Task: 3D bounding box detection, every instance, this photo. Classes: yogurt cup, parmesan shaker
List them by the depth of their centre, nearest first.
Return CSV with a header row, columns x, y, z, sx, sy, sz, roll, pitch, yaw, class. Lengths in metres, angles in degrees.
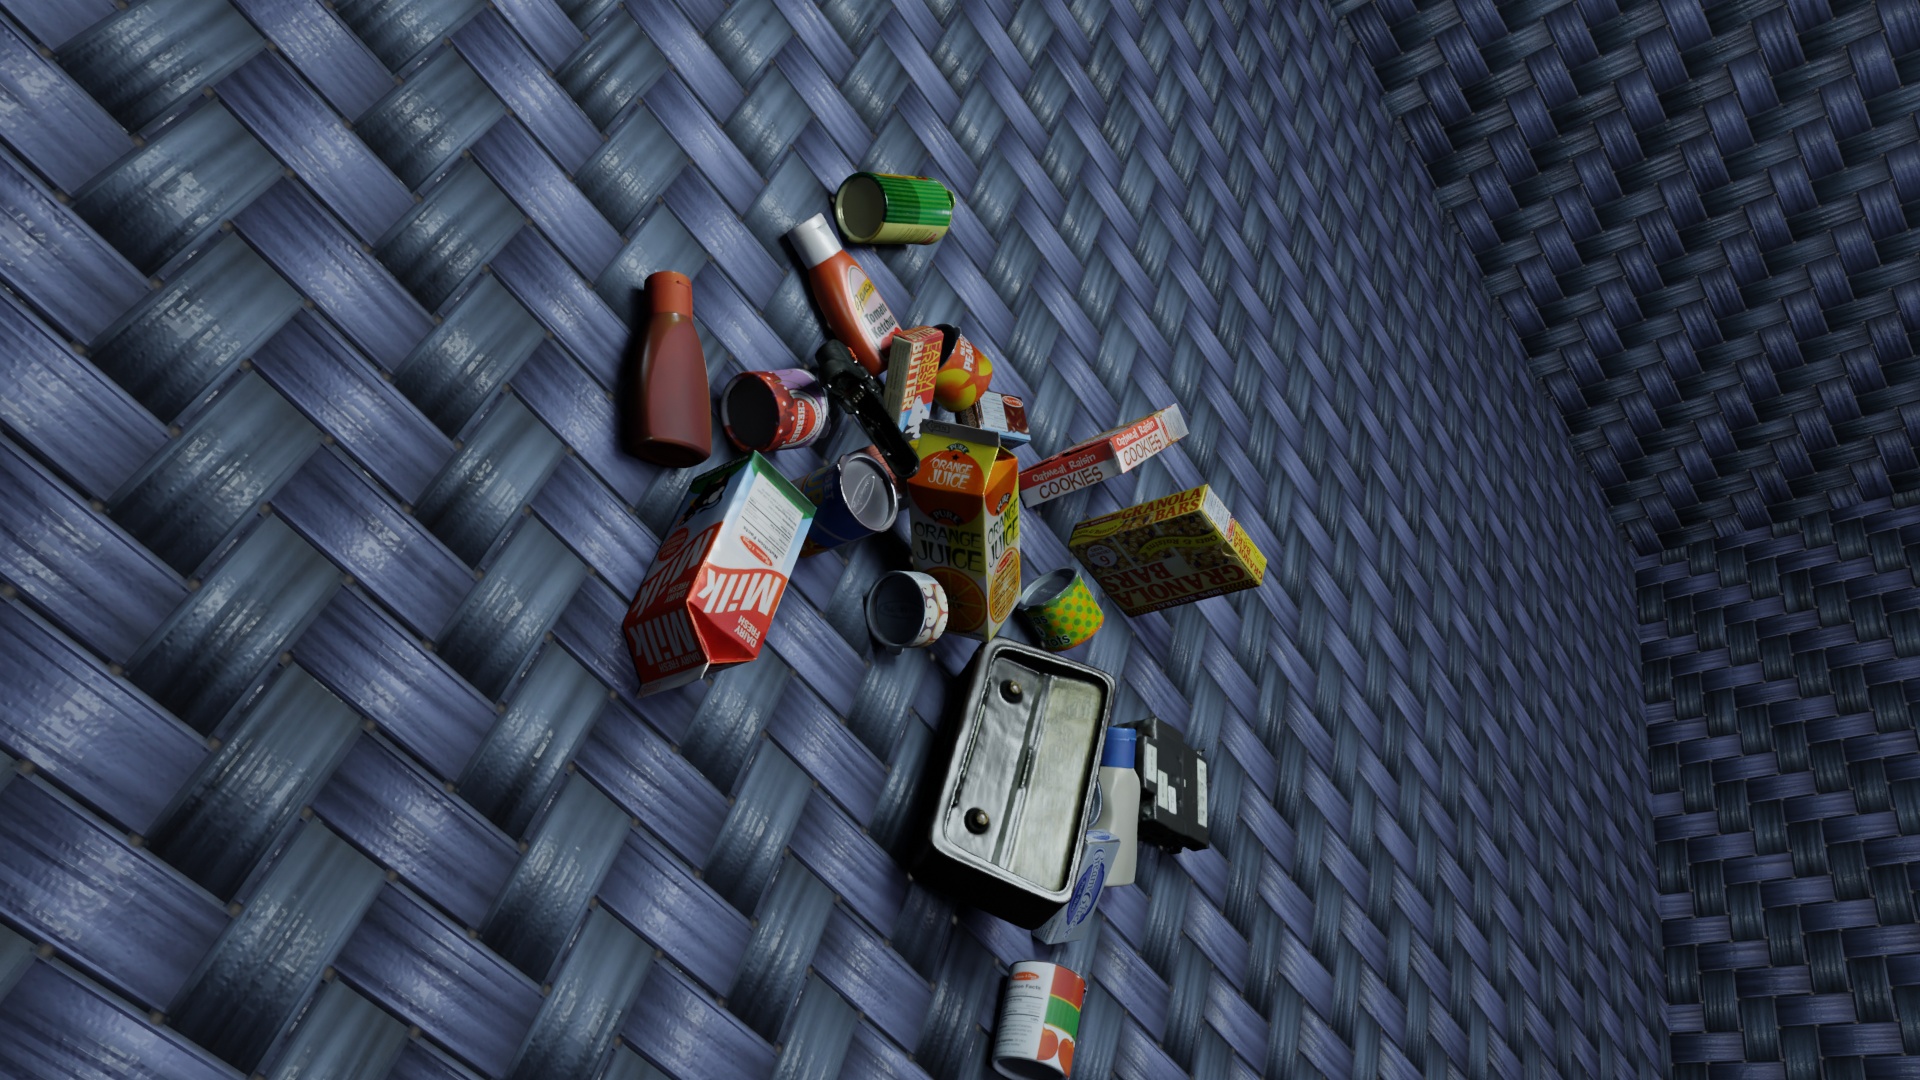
x,y,z,sx,sy,sz,roll,pitch,yaw,class
-0.077,-0.048,1.191,0.072,0.072,0.054,-13,77,-54,yogurt cup
-0.062,-0.318,1.326,0.103,0.071,0.071,-15,86,-54,parmesan shaker

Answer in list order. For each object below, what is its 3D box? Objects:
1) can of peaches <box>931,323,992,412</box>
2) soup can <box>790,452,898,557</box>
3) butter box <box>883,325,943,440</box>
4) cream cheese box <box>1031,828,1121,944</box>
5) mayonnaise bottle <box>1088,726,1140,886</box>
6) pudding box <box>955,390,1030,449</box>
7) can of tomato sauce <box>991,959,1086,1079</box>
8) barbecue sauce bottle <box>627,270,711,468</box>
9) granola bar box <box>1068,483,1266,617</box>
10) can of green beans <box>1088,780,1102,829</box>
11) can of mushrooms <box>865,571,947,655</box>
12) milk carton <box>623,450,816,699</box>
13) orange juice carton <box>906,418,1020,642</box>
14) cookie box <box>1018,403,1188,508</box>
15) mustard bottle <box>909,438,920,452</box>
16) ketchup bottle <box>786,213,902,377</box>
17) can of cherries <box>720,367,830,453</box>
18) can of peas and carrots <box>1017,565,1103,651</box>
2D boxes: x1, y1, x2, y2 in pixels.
x,y,z,sx,sy,sz,roll,pitch,yaw,class
-0.010,-0.165,1.325,0.058,0.071,0.071,39,46,-38,can of peaches
-0.105,-0.030,1.127,0.071,0.083,0.071,27,54,-44,soup can
-0.046,-0.140,1.258,0.053,0.024,0.103,-27,134,-54,butter box
0.104,0.311,1.246,0.053,0.024,0.103,12,100,-50,cream cheese box
0.145,0.253,1.328,0.065,0.041,0.148,14,78,-50,mayonnaise bottle
0.032,-0.122,1.393,0.084,0.030,0.050,4,70,-52,pudding box
0.067,0.405,1.163,0.071,0.071,0.083,44,44,-32,can of tomato sauce
-0.222,-0.132,1.057,0.065,0.043,0.149,18,60,-48,barbecue sauce bottle
0.216,0.015,1.455,0.124,0.165,0.039,47,44,-29,granola bar box
0.088,0.236,1.277,0.071,0.057,0.071,26,55,-44,can of green beans
-0.046,0.061,1.178,0.033,0.071,0.071,3,72,-53,can of mushrooms
-0.179,0.032,1.012,0.073,0.072,0.191,46,41,-30,milk carton
0.004,-0.015,1.191,0.073,0.072,0.191,-50,145,-49,orange juice carton
0.148,-0.090,1.450,0.168,0.122,0.040,-29,97,-54,cookie box
-0.011,-0.074,1.291,0.161,0.065,0.049,-16,90,-59,mustard bottle
-0.103,-0.221,1.252,0.148,0.043,0.065,58,37,-15,ketchup bottle
-0.148,-0.104,1.116,0.058,0.071,0.071,-12,84,-54,can of cherries
0.097,0.069,1.361,0.058,0.071,0.071,58,38,-18,can of peas and carrots
